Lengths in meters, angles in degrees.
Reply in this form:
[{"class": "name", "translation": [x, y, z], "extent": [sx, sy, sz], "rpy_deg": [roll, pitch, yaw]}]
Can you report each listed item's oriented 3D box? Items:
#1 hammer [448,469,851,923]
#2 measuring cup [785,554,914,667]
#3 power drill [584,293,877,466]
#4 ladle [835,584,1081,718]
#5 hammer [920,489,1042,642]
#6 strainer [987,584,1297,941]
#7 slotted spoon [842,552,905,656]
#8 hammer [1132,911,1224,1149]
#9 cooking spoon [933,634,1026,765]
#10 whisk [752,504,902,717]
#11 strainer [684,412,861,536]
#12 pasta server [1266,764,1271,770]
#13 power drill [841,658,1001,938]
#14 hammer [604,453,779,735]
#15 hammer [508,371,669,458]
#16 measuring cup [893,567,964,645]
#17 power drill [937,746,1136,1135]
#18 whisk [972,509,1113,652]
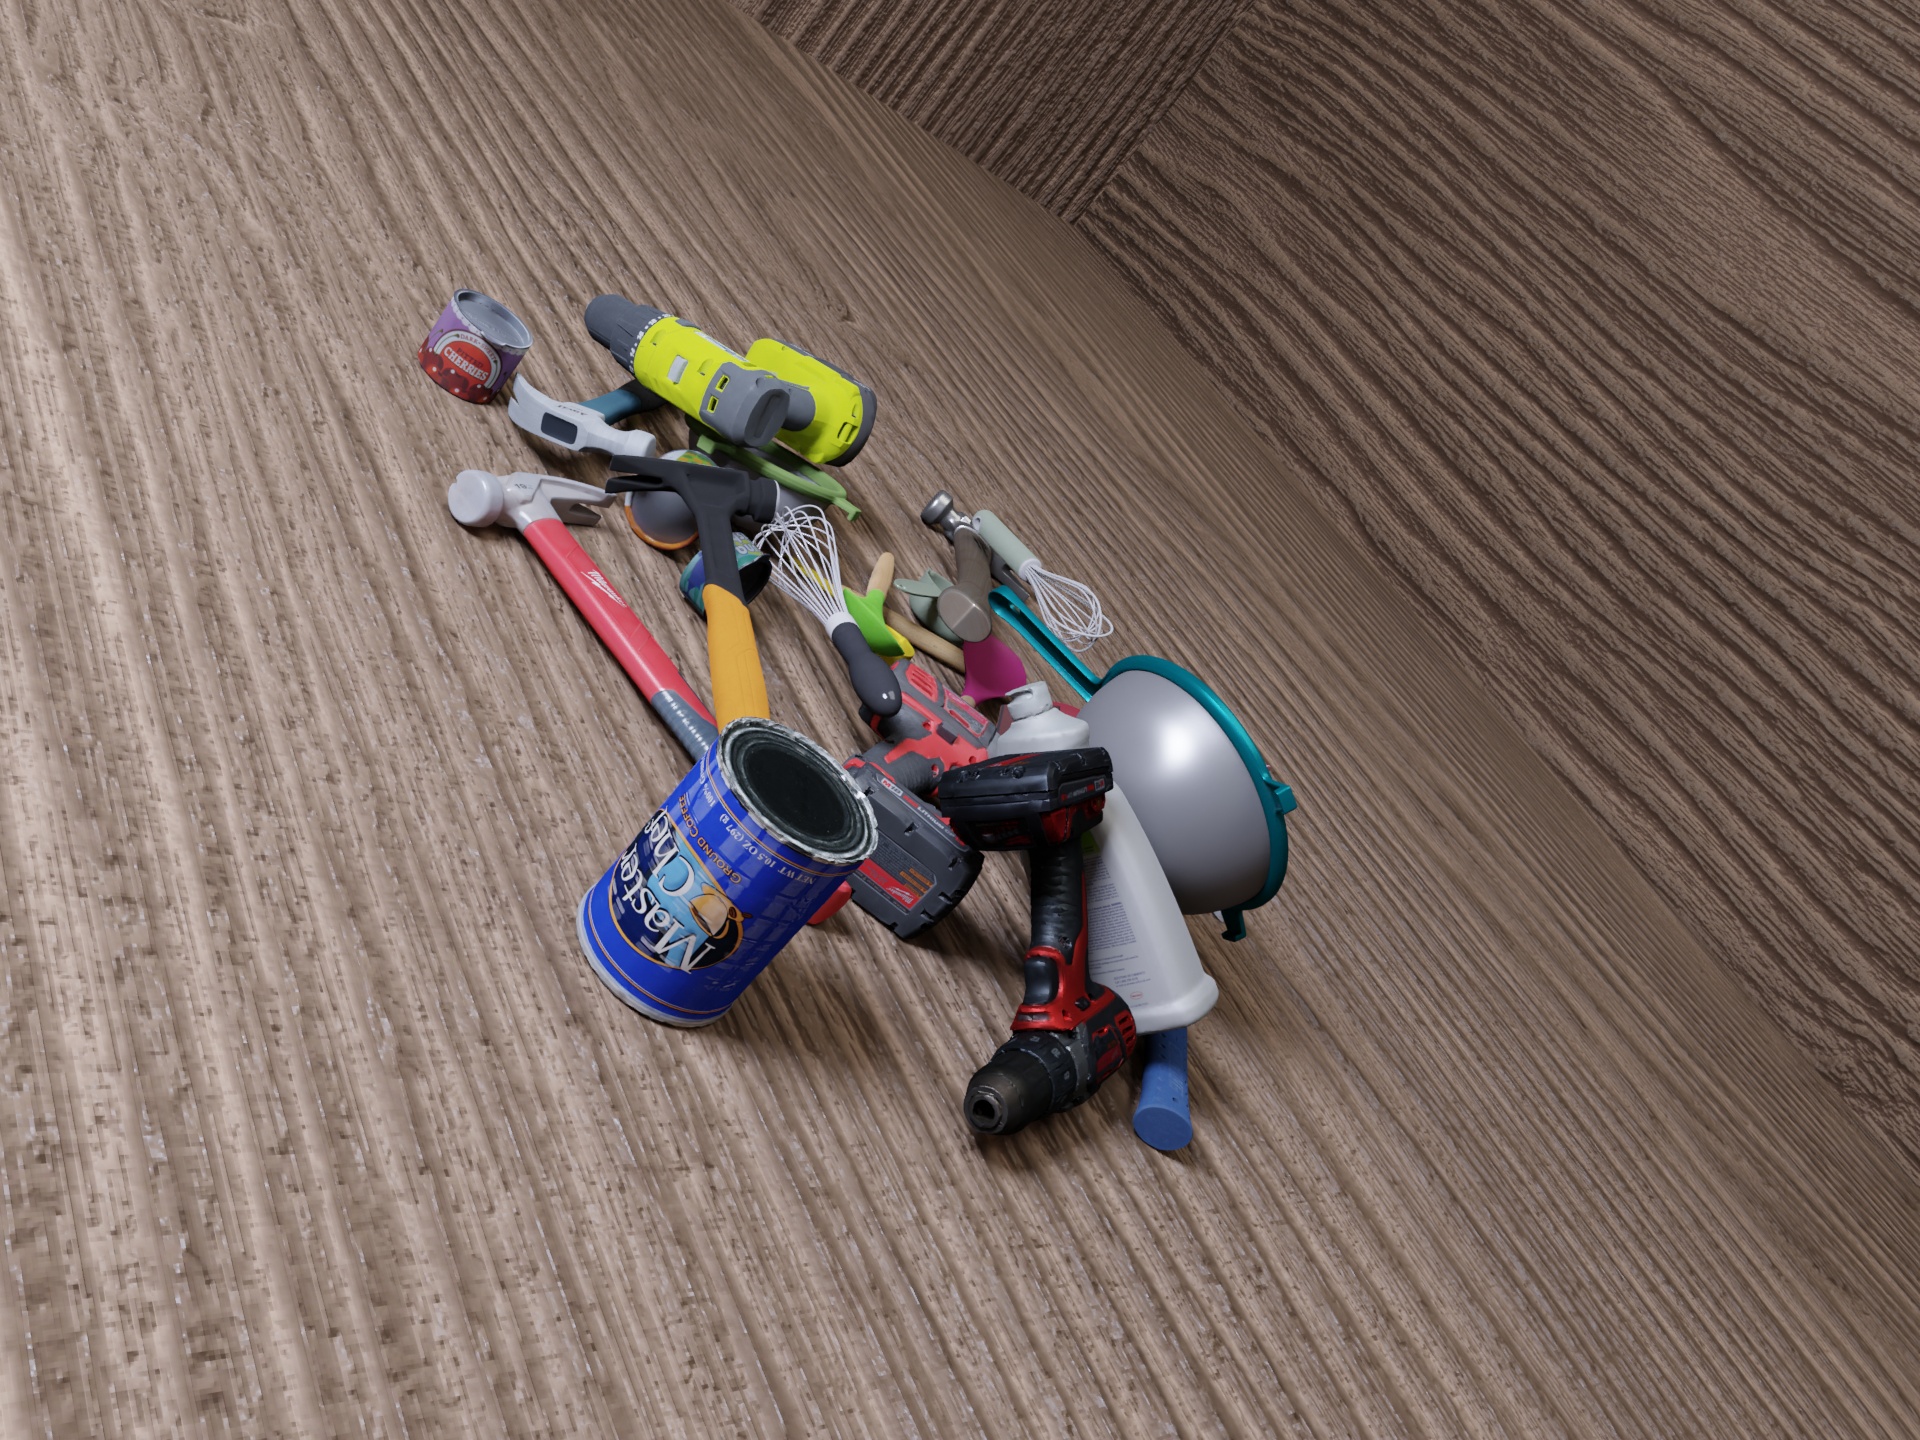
[{"class": "hammer", "translation": [-0.190, -0.024, 1.072], "extent": [0.386, 0.038, 0.143], "rpy_deg": [50, 23, 18]}, {"class": "measuring cup", "translation": [-0.102, -0.089, 1.348], "extent": [0.157, 0.029, 0.062], "rpy_deg": [40, 17, 26]}, {"class": "power drill", "translation": [-0.188, -0.286, 1.329], "extent": [0.191, 0.080, 0.228], "rpy_deg": [34, 16, 20]}, {"class": "ladle", "translation": [0.017, -0.044, 1.445], "extent": [0.315, 0.031, 0.069], "rpy_deg": [29, 19, -24]}, {"class": "hammer", "translation": [0.020, -0.129, 1.493], "extent": [0.146, 0.038, 0.411], "rpy_deg": [40, 13, -10]}, {"class": "strainer", "translation": [0.100, 0.022, 1.208], "extent": [0.095, 0.210, 0.341], "rpy_deg": [-28, 59, -24]}, {"class": "slotted spoon", "translation": [-0.070, -0.109, 1.361], "extent": [0.070, 0.031, 0.314], "rpy_deg": [49, 11, -12]}, {"class": "hammer", "translation": [0.168, 0.196, 1.255], "extent": [0.144, 0.035, 0.406], "rpy_deg": [38, 24, -9]}, {"class": "cooking spoon", "translation": [-0.002, -0.004, 1.323], "extent": [0.069, 0.017, 0.319], "rpy_deg": [40, 28, -3]}, {"class": "whisk", "translation": [-0.099, -0.083, 1.187], "extent": [0.070, 0.070, 0.285], "rpy_deg": [24, 21, -36]}, {"class": "strainer", "translation": [-0.195, -0.219, 1.387], "extent": [0.151, 0.069, 0.257], "rpy_deg": [23, 12, -29]}, {"class": "pasta server", "translation": [0.134, 0.018, 1.307], "extent": [0.060, 0.040, 0.316], "rpy_deg": [48, -15, -27]}, {"class": "power drill", "translation": [-0.024, 0.050, 1.132], "extent": [0.143, 0.078, 0.220], "rpy_deg": [39, 27, -7]}, {"class": "hammer", "translation": [-0.163, -0.067, 1.071], "extent": [0.127, 0.034, 0.337], "rpy_deg": [6, 41, -23]}, {"class": "hammer", "translation": [-0.274, -0.267, 1.328], "extent": [0.128, 0.033, 0.331], "rpy_deg": [19, 20, 0]}, {"class": "measuring cup", "translation": [-0.031, -0.102, 1.426], "extent": [0.083, 0.038, 0.167], "rpy_deg": [45, 15, 18]}, {"class": "power drill", "translation": [0.045, 0.138, 1.003], "extent": [0.188, 0.080, 0.226], "rpy_deg": [-13, 96, -62]}, {"class": "whisk", "translation": [0.070, -0.138, 1.496], "extent": [0.059, 0.057, 0.247], "rpy_deg": [-1, 33, -28]}]
